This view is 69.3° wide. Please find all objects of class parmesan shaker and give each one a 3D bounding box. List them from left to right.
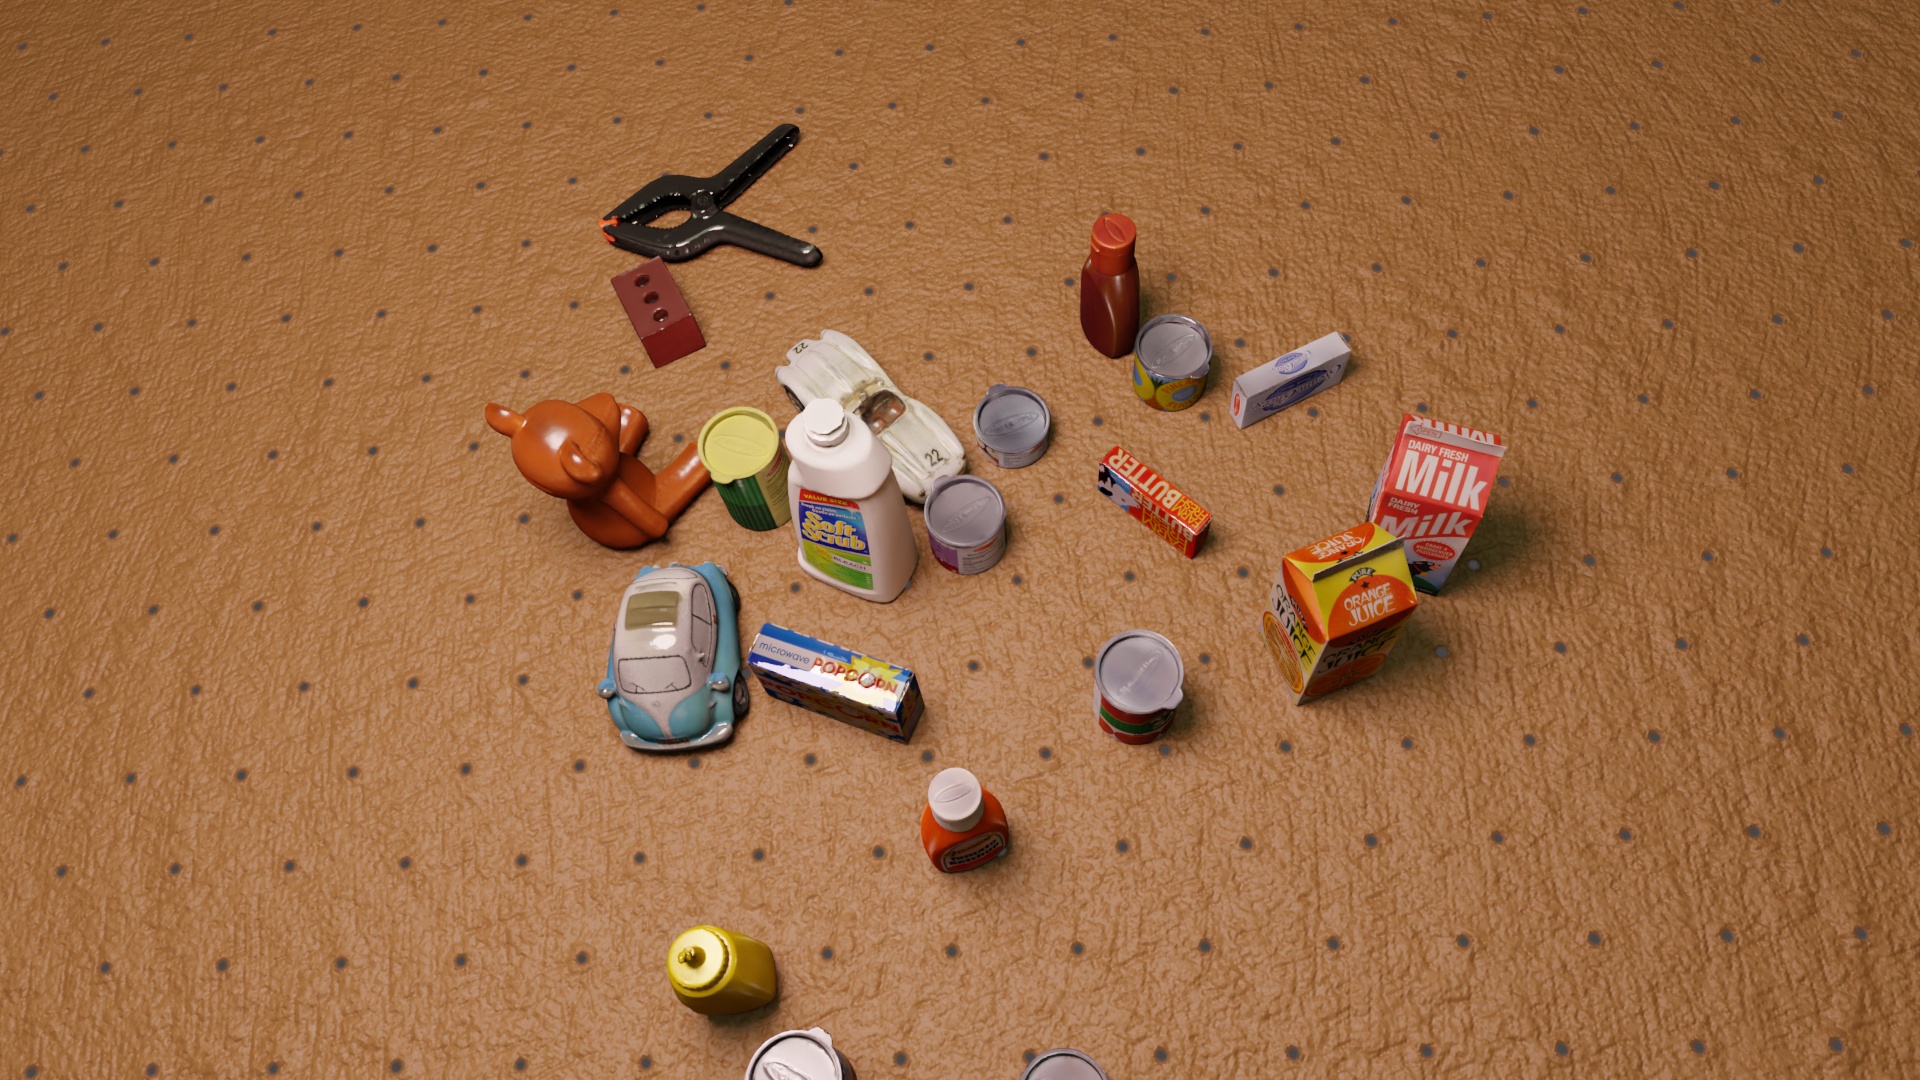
[{"bbox_3d":[-0.176,-0.055,1.159,0.071,0.102,0.071,-2,65,4],"label":"parmesan shaker"}]

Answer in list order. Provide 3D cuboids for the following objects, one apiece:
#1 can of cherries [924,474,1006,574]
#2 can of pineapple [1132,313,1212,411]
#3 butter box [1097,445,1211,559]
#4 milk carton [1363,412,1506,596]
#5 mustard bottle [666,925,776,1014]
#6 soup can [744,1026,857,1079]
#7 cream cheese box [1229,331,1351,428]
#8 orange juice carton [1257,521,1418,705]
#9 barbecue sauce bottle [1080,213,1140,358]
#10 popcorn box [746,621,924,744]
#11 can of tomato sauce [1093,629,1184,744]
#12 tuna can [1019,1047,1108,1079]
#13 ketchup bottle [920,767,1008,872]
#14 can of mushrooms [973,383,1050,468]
[{"bbox_3d":[0.004,-0.014,1.151,0.071,0.058,0.072,-2,65,4],"label":"can of cherries"},{"bbox_3d":[0.184,-0.152,1.204,0.071,0.057,0.071,-2,65,4],"label":"can of pineapple"},{"bbox_3d":[0.160,-0.032,1.150,0.103,0.053,0.024,39,73,20],"label":"butter box"},{"bbox_3d":[0.357,-0.034,1.061,0.072,0.189,0.074,16,67,12],"label":"milk carton"},{"bbox_3d":[-0.169,0.295,0.959,0.065,0.159,0.049,-11,65,-1],"label":"mustard bottle"},{"bbox_3d":[-0.106,0.375,0.959,0.071,0.083,0.071,-2,65,4],"label":"soup can"},{"bbox_3d":[0.281,-0.137,1.192,0.104,0.053,0.024,-25,66,-8],"label":"cream cheese box"},{"bbox_3d":[0.277,0.050,1.026,0.072,0.192,0.073,-21,65,-5],"label":"orange juice carton"},{"bbox_3d":[0.129,-0.220,1.190,0.044,0.148,0.065,-28,66,-8],"label":"barbecue sauce bottle"},{"bbox_3d":[-0.096,0.112,1.083,0.127,0.085,0.038,17,67,12],"label":"popcorn box"},{"bbox_3d":[0.137,0.115,1.066,0.071,0.082,0.071,-2,65,4],"label":"can of tomato sauce"},{"bbox_3d":[0.071,0.391,0.966,0.071,0.032,0.071,-2,65,3],"label":"tuna can"},{"bbox_3d":[0.000,0.200,0.999,0.065,0.148,0.044,-21,65,-6],"label":"ketchup bottle"},{"bbox_3d":[0.044,-0.099,1.202,0.071,0.033,0.071,-2,65,3],"label":"can of mushrooms"}]
